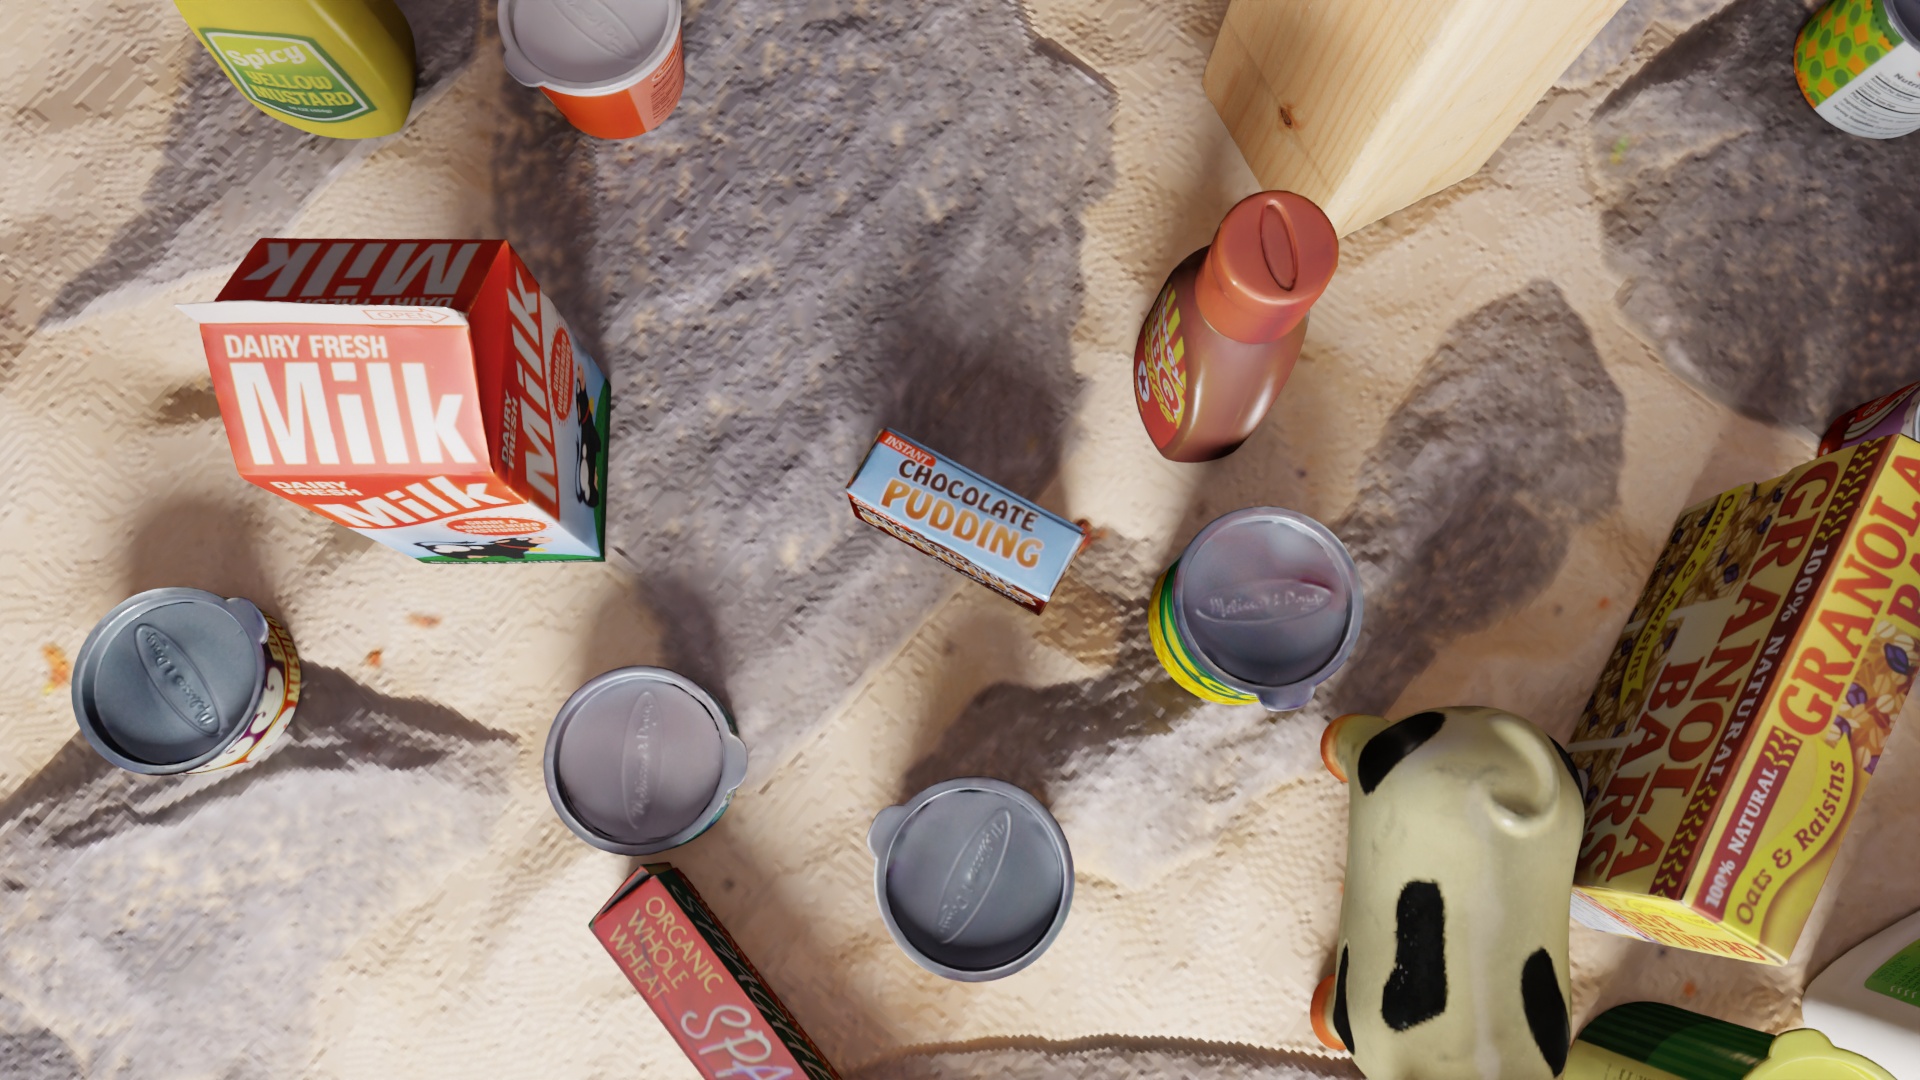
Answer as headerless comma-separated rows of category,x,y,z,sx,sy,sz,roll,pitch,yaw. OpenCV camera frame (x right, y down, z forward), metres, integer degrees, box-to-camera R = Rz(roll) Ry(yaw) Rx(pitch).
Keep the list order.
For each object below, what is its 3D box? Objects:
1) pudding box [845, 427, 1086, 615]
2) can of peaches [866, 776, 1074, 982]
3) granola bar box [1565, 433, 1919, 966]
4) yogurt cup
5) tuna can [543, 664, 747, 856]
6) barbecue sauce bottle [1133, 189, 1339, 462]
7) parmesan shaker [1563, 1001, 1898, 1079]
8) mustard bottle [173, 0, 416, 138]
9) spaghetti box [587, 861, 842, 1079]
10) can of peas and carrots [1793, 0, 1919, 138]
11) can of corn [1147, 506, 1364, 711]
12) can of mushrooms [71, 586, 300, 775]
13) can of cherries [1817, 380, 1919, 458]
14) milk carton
pudding box,0.002,-0.006,0.511,0.084,0.049,0.030,28,80,4
can of peaches,0.002,0.114,0.483,0.071,0.058,0.071,0,79,-2
granola bar box,0.259,0.054,0.469,0.039,0.124,0.166,30,80,4
yogurt cup,-0.139,-0.193,0.541,0.072,0.054,0.072,0,79,-2
tuna can,-0.110,0.079,0.500,0.071,0.032,0.071,0,79,-2
barbecue sauce bottle,0.092,-0.073,0.476,0.044,0.148,0.065,-7,80,-3
parmesan shaker,0.251,0.188,0.454,0.071,0.103,0.071,0,79,-2
mustard bottle,-0.243,-0.195,0.484,0.065,0.160,0.049,3,80,-1
spaghetti box,-0.037,0.214,0.467,0.029,0.050,0.250,-39,83,-8
can of peas and carrots,0.383,-0.206,0.557,0.071,0.058,0.071,0,79,-2
can of corn,0.105,0.028,0.503,0.071,0.058,0.071,0,79,-2
can of mushrooms,-0.275,0.050,0.500,0.071,0.033,0.071,0,79,-2
can of cherries,0.370,-0.032,0.523,0.071,0.058,0.071,0,79,-2
milk carton,-0.166,-0.043,0.441,0.072,0.190,0.073,-1,80,-2
